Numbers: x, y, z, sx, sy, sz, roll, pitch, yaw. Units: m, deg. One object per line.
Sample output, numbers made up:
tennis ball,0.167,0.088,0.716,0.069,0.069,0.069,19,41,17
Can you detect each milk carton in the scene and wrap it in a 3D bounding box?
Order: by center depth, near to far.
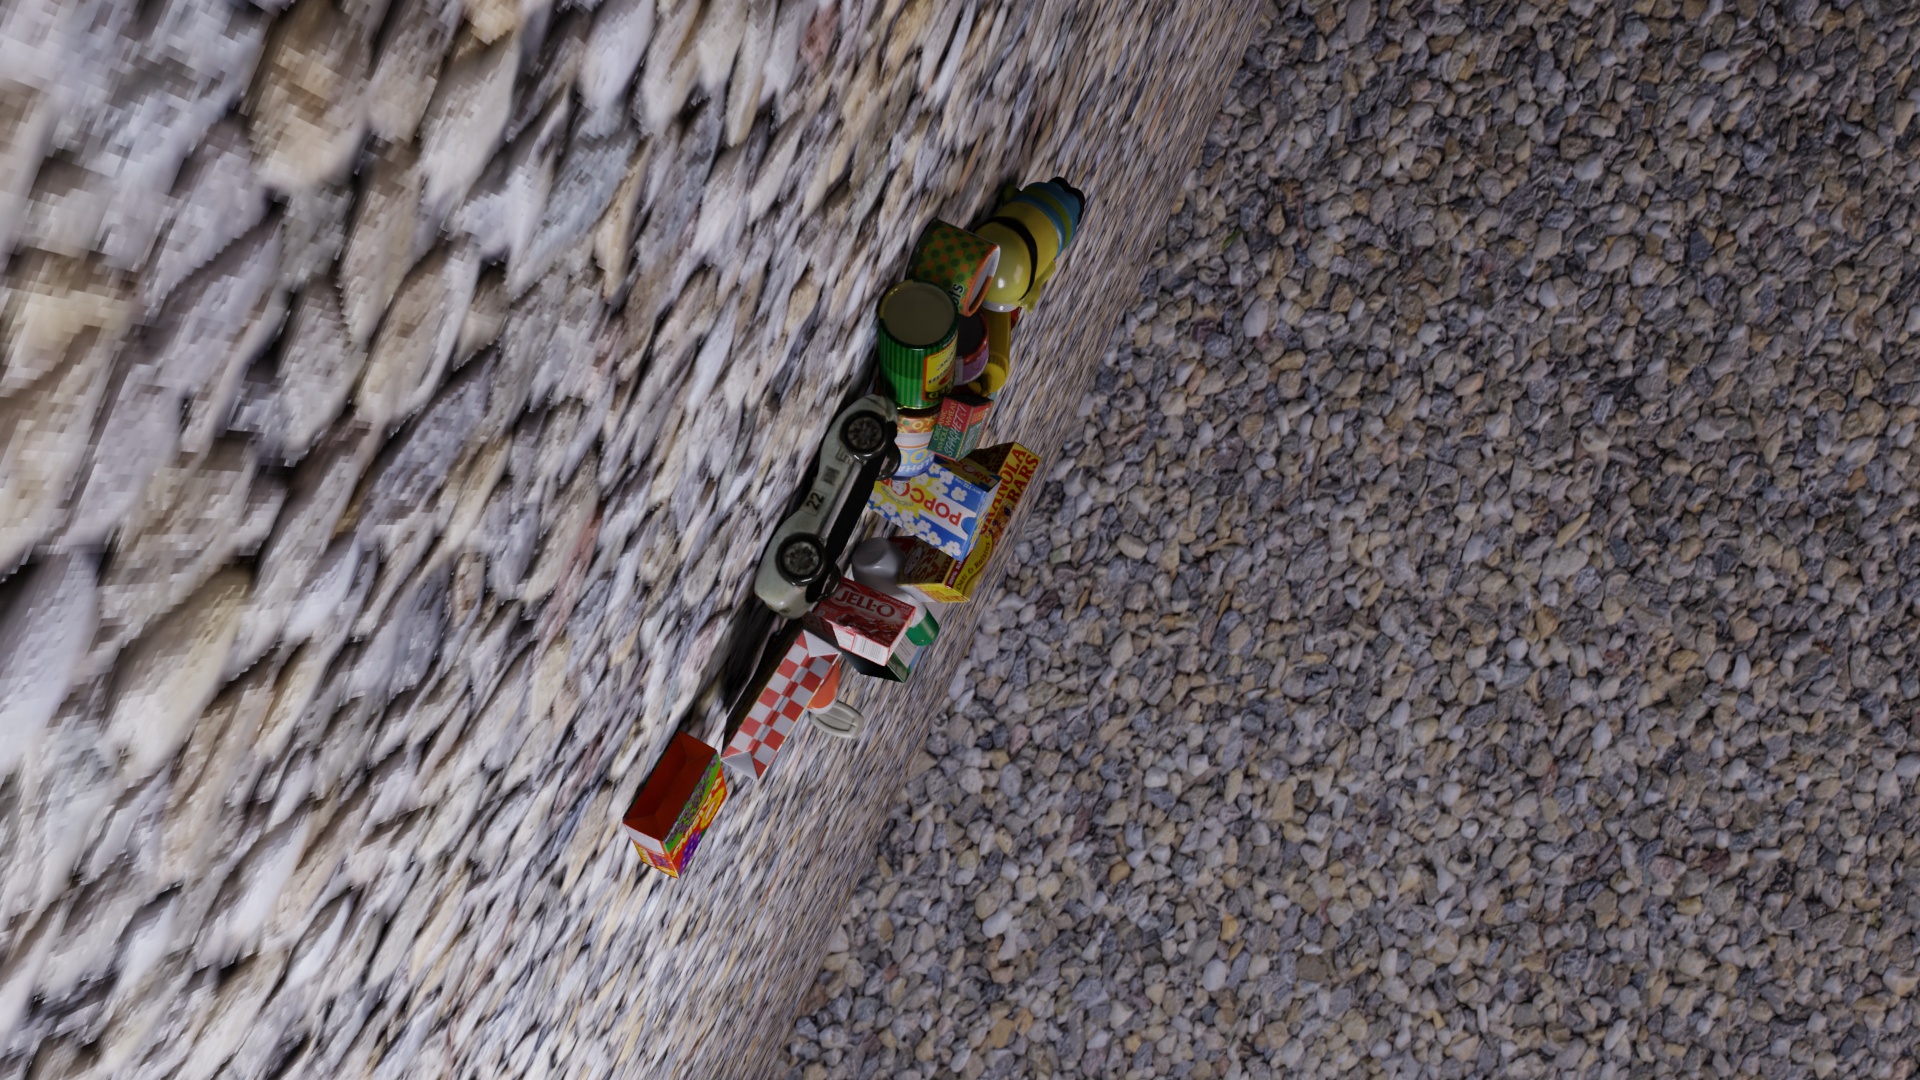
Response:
milk carton,-0.064,0.063,1.603,0.073,0.072,0.191,54,55,-41

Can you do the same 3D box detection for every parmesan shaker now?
parmesan shaker,-0.037,-0.159,1.147,0.071,0.071,0.102,-62,173,-20

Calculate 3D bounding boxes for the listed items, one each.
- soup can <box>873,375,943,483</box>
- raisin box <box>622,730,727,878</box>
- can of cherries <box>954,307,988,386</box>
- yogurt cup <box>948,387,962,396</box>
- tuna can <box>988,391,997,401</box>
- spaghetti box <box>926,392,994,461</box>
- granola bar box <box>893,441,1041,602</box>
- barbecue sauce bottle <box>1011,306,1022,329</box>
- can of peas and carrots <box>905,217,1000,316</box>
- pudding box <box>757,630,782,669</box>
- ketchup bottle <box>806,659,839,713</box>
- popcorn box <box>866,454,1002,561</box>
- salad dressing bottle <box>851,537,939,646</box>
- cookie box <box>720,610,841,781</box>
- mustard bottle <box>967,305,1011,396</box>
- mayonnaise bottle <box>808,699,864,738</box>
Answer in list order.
soup can,-0.049,-0.104,1.239,0.083,0.071,0.072,105,12,-53
raisin box,-0.231,0.218,1.133,0.122,0.040,0.086,99,16,-62
can of cherries,-0.006,-0.187,1.287,0.071,0.071,0.058,-63,172,-15
yogurt cup,-0.032,-0.129,1.342,0.072,0.054,0.072,21,93,-83
tuna can,0.019,-0.167,1.685,0.071,0.033,0.071,-63,173,-14
spaghetti box,0.003,-0.106,1.254,0.250,0.029,0.050,-52,161,-82
granola bar box,0.005,-0.018,1.409,0.166,0.039,0.124,-63,-159,-15
barbecue sauce bottle,0.068,-0.306,1.518,0.148,0.044,0.065,-65,171,-3
can of peas and carrots,-0.007,-0.226,1.163,0.071,0.059,0.070,-63,173,-15
pudding box,-0.162,0.110,1.311,0.049,0.030,0.084,-65,173,8
ketchup bottle,-0.153,0.151,1.470,0.065,0.043,0.148,-62,173,-19
popcorn box,-0.033,-0.049,1.312,0.038,0.127,0.084,-41,157,-54
salad dressing bottle,-0.067,0.058,1.497,0.147,0.064,0.044,60,27,-43
cookie box,-0.151,0.124,1.171,0.123,0.040,0.167,-58,-171,-1
mustard bottle,0.023,-0.187,1.364,0.161,0.049,0.065,-91,-161,-47
mayonnaise bottle,-0.147,0.217,1.690,0.148,0.065,0.041,97,15,-82
